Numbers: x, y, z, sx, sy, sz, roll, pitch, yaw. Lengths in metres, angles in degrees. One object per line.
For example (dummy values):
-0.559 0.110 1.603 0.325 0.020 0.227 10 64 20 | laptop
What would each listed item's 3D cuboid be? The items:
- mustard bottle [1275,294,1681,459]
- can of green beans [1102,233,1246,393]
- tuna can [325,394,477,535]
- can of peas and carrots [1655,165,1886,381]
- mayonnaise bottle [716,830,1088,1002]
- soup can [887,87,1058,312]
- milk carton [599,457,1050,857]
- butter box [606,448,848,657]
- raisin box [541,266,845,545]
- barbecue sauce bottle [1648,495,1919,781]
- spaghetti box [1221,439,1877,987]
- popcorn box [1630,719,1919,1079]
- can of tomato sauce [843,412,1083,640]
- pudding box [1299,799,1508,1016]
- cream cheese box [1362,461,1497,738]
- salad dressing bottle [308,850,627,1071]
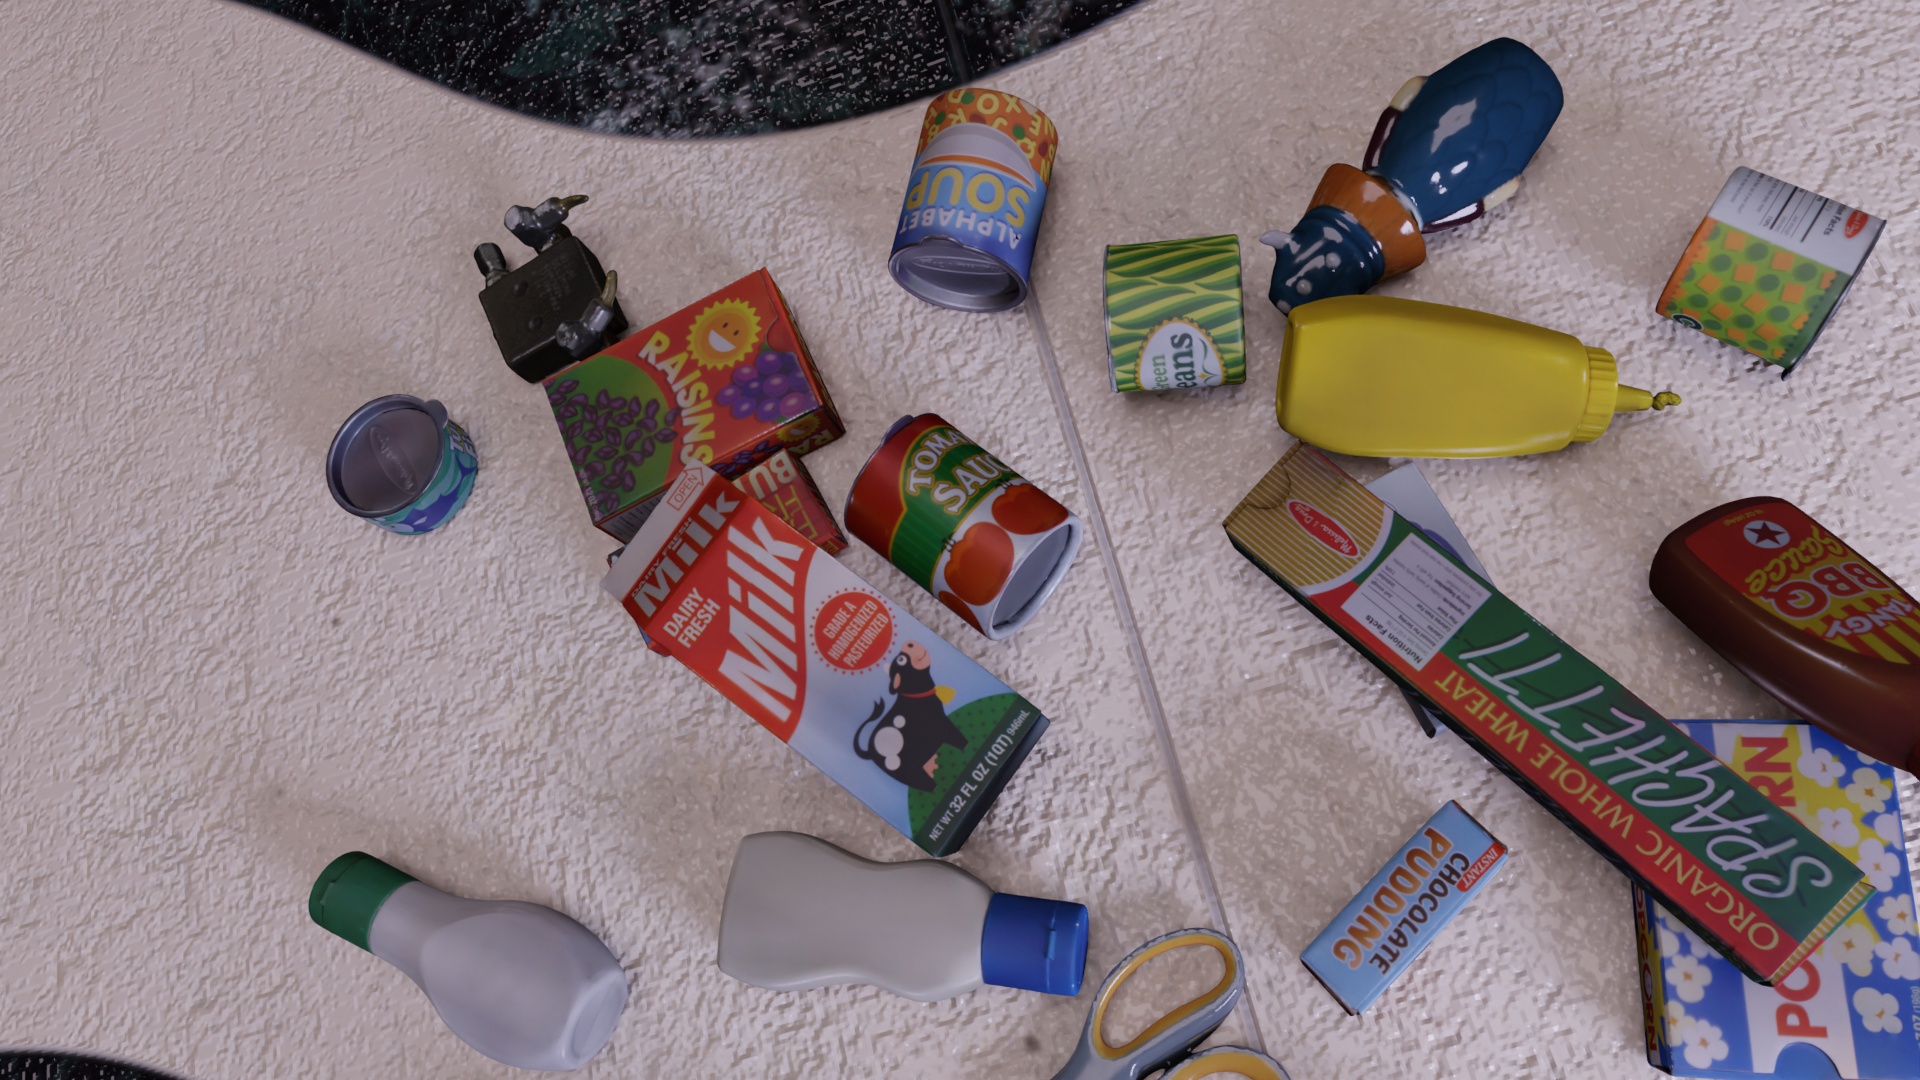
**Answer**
0.214 -0.064 0.577 0.160 0.049 0.065 7 114 4 | mustard bottle
0.095 -0.100 0.614 0.058 0.071 0.071 -3 72 13 | can of green beans
-0.280 -0.039 0.703 0.071 0.032 0.071 -4 71 12 | tuna can
0.325 -0.108 0.562 0.059 0.071 0.071 31 82 21 | can of peas and carrots
-0.023 0.159 0.571 0.148 0.041 0.065 4 71 14 | mayonnaise bottle
0.006 -0.160 0.652 0.071 0.071 0.084 7 74 16 | soup can
-0.060 0.046 0.582 0.191 0.073 0.072 35 85 11 | milk carton
-0.109 0.006 0.651 0.103 0.024 0.053 -31 68 2 | butter box
-0.129 -0.065 0.671 0.123 0.040 0.086 -26 67 3 | raisin box
0.319 0.044 0.490 0.065 0.043 0.149 -17 41 -10 | barbecue sauce bottle
0.206 0.057 0.518 0.050 0.028 0.251 -47 63 0 | spaghetti box
0.293 0.129 0.505 0.085 0.038 0.127 -1 72 12 | popcorn box
0.002 -0.008 0.604 0.083 0.071 0.071 37 84 21 | can of tomato sauce
0.167 0.140 0.525 0.084 0.049 0.030 -45 67 -3 | pudding box
0.190 0.023 0.572 0.053 0.024 0.104 -28 68 2 | cream cheese box
-0.219 0.180 0.610 0.148 0.044 0.064 19 80 20 | salad dressing bottle
